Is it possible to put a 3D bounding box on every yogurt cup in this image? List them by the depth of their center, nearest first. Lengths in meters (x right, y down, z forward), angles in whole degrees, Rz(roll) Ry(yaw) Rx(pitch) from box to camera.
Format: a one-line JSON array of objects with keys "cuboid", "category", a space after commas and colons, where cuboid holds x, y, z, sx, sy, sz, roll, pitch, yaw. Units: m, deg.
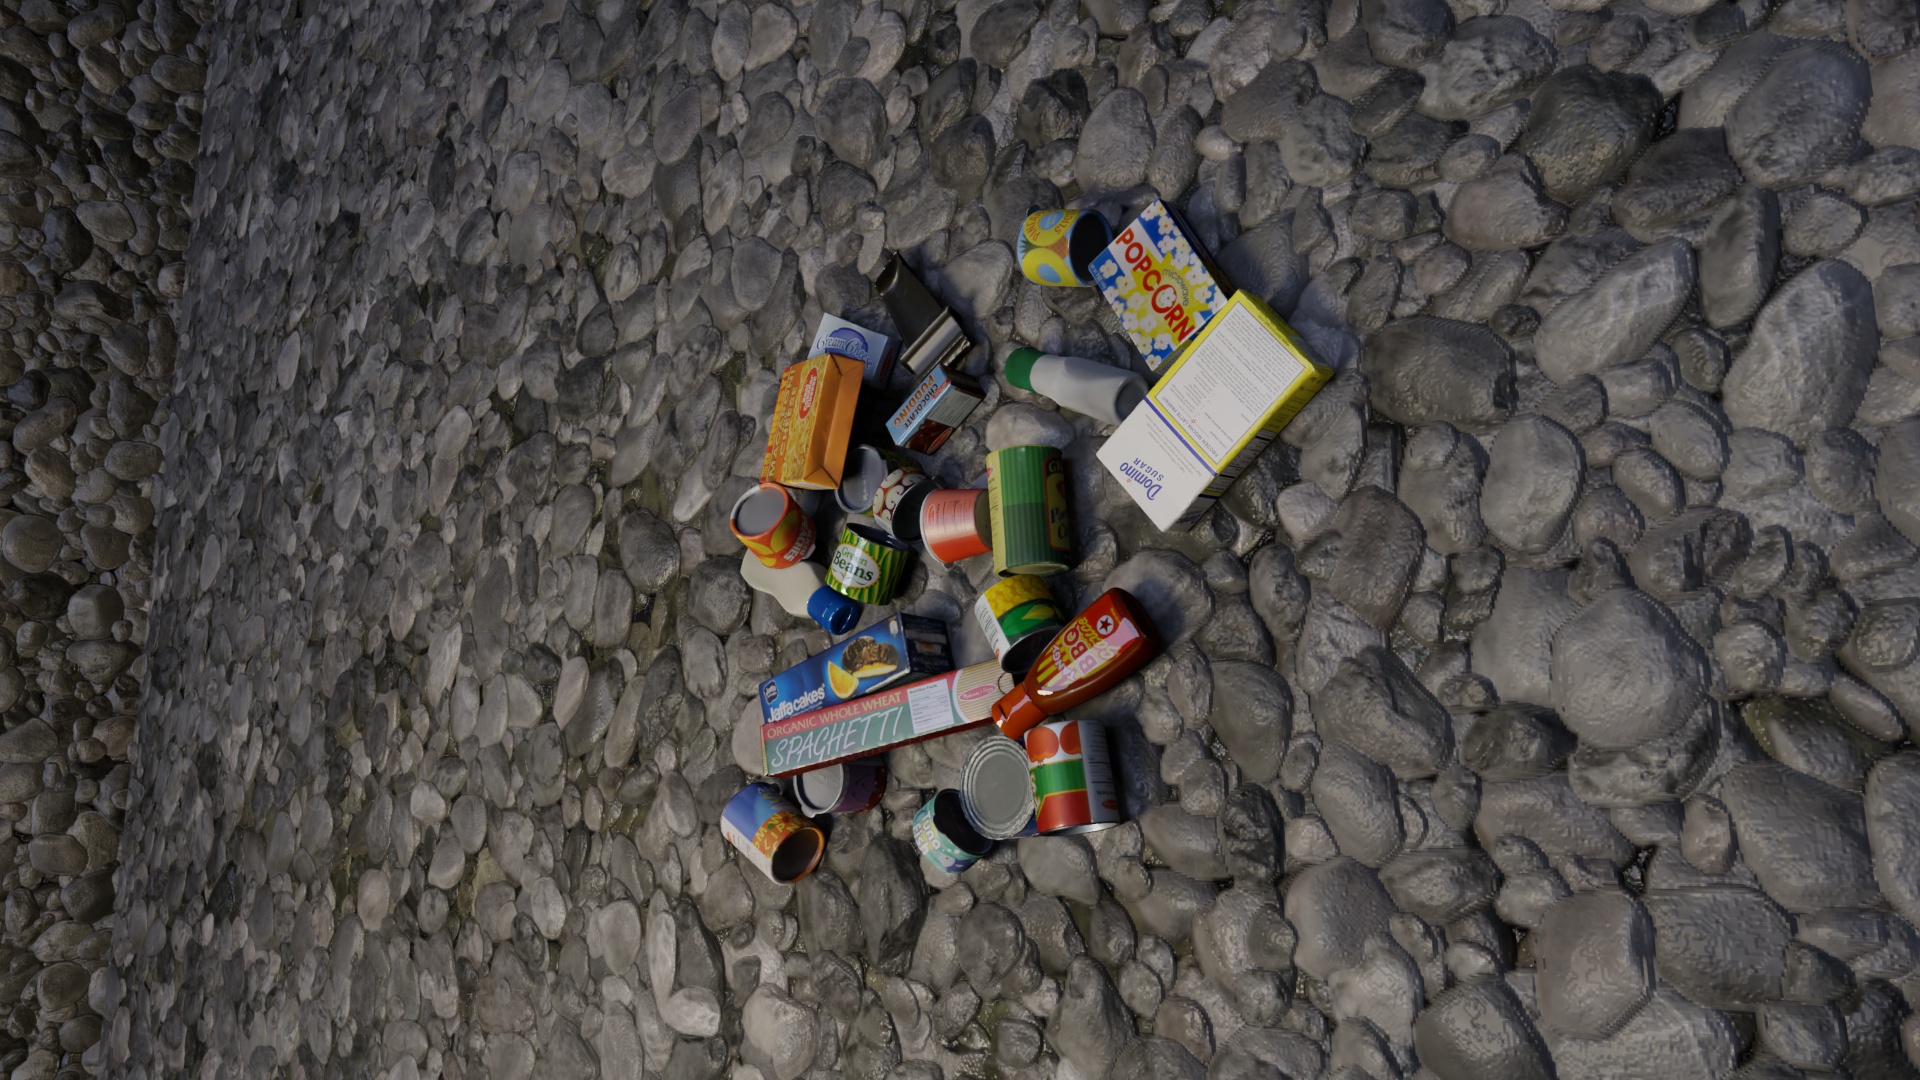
[{"cuboid": [0.004, -0.015, 1.229, 0.054, 0.072, 0.072, -9, 76, 32], "category": "yogurt cup"}]

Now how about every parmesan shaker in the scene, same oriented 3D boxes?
[{"cuboid": [0.058, -0.023, 1.183, 0.071, 0.071, 0.103, -15, 73, 39], "category": "parmesan shaker"}]

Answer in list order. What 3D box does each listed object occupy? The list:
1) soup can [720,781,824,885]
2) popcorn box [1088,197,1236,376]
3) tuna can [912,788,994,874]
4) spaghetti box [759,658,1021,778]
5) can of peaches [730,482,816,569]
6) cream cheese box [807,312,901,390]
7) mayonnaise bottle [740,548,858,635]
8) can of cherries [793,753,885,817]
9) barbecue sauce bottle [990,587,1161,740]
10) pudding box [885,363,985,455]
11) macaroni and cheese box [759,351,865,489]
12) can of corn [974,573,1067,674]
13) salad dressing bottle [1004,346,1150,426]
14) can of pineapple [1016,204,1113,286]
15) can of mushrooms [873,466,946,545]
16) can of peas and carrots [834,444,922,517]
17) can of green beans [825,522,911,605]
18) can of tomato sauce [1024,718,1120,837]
[{"cuboid": [-0.178, 0.279, 1.332, 0.084, 0.071, 0.071, 29, 101, 40], "category": "soup can"}, {"cuboid": [0.169, -0.206, 1.136, 0.085, 0.038, 0.127, -42, 57, 26], "category": "popcorn box"}, {"cuboid": [-0.008, 0.248, 1.181, 0.032, 0.071, 0.071, -45, 55, 28], "category": "tuna can"}, {"cuboid": [-0.063, 0.158, 1.225, 0.250, 0.028, 0.050, -17, 68, 18], "category": "spaghetti box"}, {"cuboid": [-0.181, -0.014, 1.358, 0.071, 0.058, 0.071, -14, 52, 18], "category": "can of peaches"}, {"cuboid": [-0.106, -0.190, 1.388, 0.104, 0.024, 0.053, 26, 98, 41], "category": "cream cheese box"}, {"cuboid": [-0.158, 0.044, 1.377, 0.148, 0.041, 0.064, 35, 100, 39], "category": "mayonnaise bottle"}, {"cuboid": [-0.113, 0.222, 1.289, 0.071, 0.058, 0.071, -9, 76, 39], "category": "can of cherries"}, {"cuboid": [0.090, 0.105, 1.127, 0.148, 0.043, 0.065, -41, 52, 18], "category": "barbecue sauce bottle"}, {"cuboid": [-0.024, -0.120, 1.283, 0.083, 0.050, 0.030, -47, 53, 25], "category": "pudding box"}, {"cuboid": [-0.146, -0.112, 1.352, 0.166, 0.040, 0.123, -176, 99, -69], "category": "macaroni and cheese box"}, {"cuboid": [0.055, 0.069, 1.167, 0.071, 0.071, 0.058, -45, 55, 26], "category": "can of corn"}, {"cuboid": [0.096, -0.133, 1.176, 0.148, 0.064, 0.043, 26, 119, 50], "category": "salad dressing bottle"}, {"cuboid": [0.090, -0.253, 1.196, 0.058, 0.071, 0.071, 11, 89, 42], "category": "can of pineapple"}, {"cuboid": [-0.044, -0.034, 1.274, 0.033, 0.071, 0.071, 34, 105, 41], "category": "can of mushrooms"}, {"cuboid": [-0.074, -0.054, 1.309, 0.071, 0.059, 0.071, -9, 76, 40], "category": "can of peas and carrots"}, {"cuboid": [-0.087, 0.022, 1.299, 0.071, 0.071, 0.057, 30, 102, 41], "category": "can of green beans"}, {"cuboid": [0.087, 0.191, 1.111, 0.071, 0.071, 0.083, -22, 67, 37], "category": "can of tomato sauce"}]
